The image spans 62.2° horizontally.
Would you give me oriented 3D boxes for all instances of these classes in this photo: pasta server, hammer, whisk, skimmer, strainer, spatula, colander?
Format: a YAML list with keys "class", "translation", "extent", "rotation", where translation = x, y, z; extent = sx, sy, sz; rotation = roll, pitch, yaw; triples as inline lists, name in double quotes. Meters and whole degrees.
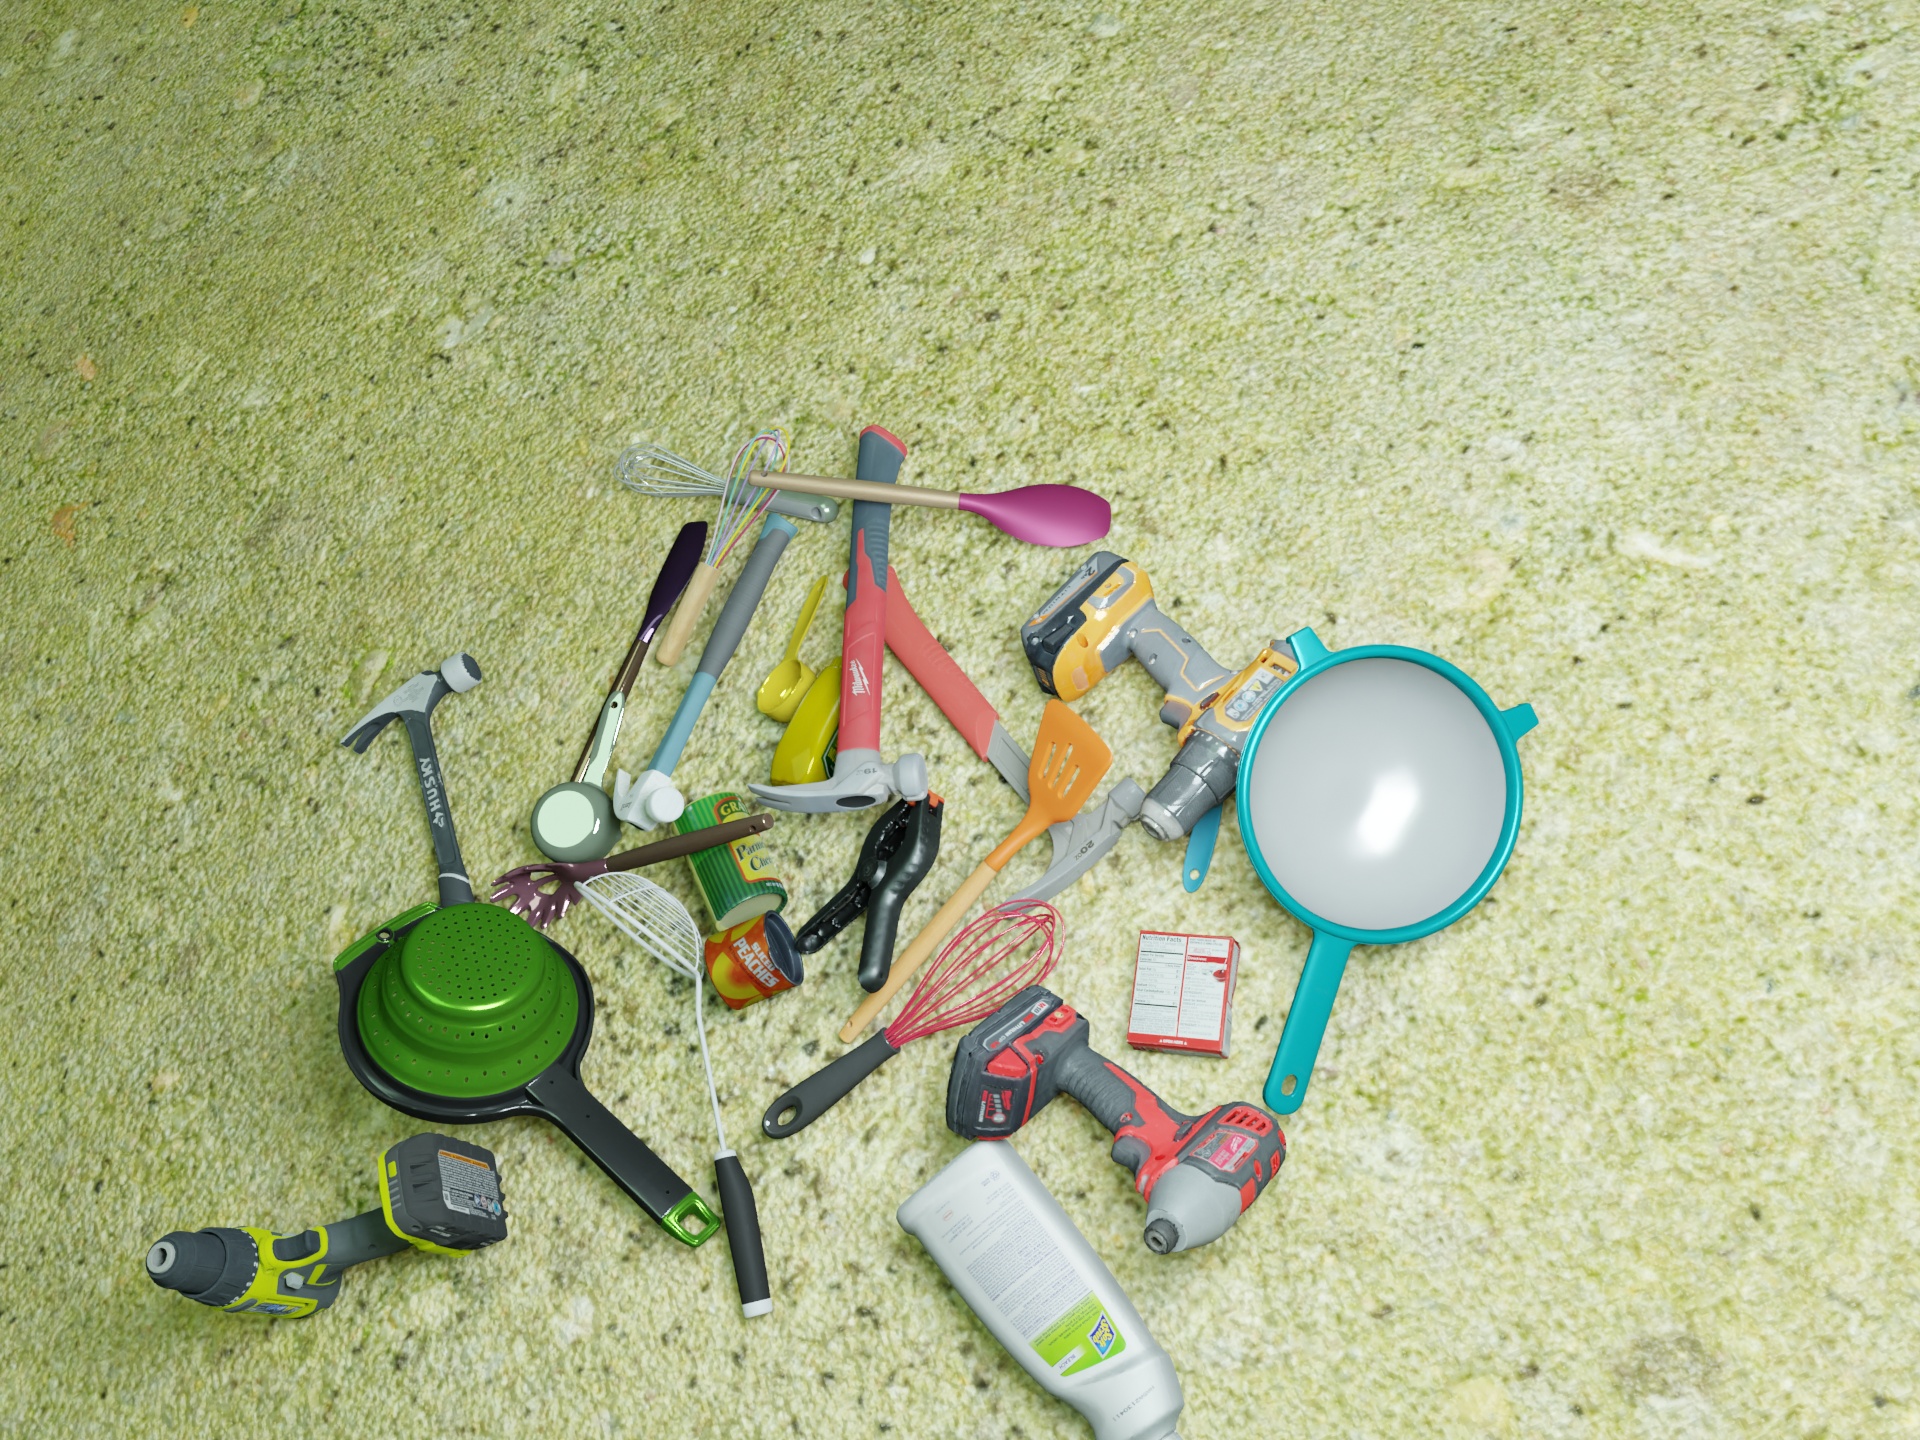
- class: "pasta server"
  translation: [-0.279, 0.121, 1.338]
  extent: [0.316, 0.060, 0.040]
  rotation: [-17, 22, 34]
- class: "hammer"
  translation: [-0.096, -0.097, 1.367]
  extent: [0.143, 0.038, 0.387]
  rotation: [-6, 57, 10]
- class: "whisk"
  translation: [-0.226, -0.222, 1.522]
  extent: [0.246, 0.057, 0.059]
  rotation: [15, 40, 21]
- class: "skimmer"
  translation: [-0.227, 0.290, 1.256]
  extent: [0.090, 0.127, 0.363]
  rotation: [-13, 72, -7]
- class: "strainer"
  translation: [0.270, 0.112, 1.154]
  extent: [0.211, 0.095, 0.340]
  rotation: [18, 89, -8]
- class: "hammer"
  translation: [-0.002, -0.004, 1.343]
  extent: [0.149, 0.036, 0.359]
  rotation: [-40, 60, 0]
- class: "whisk"
  translation: [-0.220, -0.161, 1.469]
  extent: [0.047, 0.051, 0.245]
  rotation: [27, 93, 12]
- class: "spatula"
  translation: [-0.307, -0.050, 1.486]
  extent: [0.060, 0.018, 0.316]
  rotation: [5, 68, 47]
- class: "hammer"
  translation: [-0.222, -0.049, 1.423]
  extent: [0.128, 0.033, 0.331]
  rotation: [-16, 46, 55]
- class: "colander"
  translation: [-0.337, 0.264, 1.274]
  extent: [0.397, 0.094, 0.204]
  rotation: [37, 45, 17]
- class: "spatula"
  translation: [0.003, 0.129, 1.242]
  extent: [0.322, 0.041, 0.081]
  rotation: [-50, 52, 8]
- class: "hammer"
  translation: [-0.474, 0.131, 1.461]
  extent: [0.149, 0.036, 0.409]
  rotation: [-28, 60, 8]
- class: "whisk"
  translation: [-0.039, 0.237, 1.238]
  extent: [0.296, 0.073, 0.073]
  rotation: [-38, 59, 9]

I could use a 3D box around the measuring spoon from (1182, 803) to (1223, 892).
- class: "measuring spoon"
  translation: [0.198, 0.074, 1.247]
  extent: [0.042, 0.021, 0.129]
  rotation: [12, 81, 29]

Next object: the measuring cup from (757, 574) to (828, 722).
- class: "measuring cup"
  translation: [-0.138, -0.064, 1.429]
  extent: [0.062, 0.029, 0.157]
  rotation: [-17, 45, 42]

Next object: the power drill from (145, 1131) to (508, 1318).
- class: "power drill"
  translation: [-0.498, 0.407, 1.258]
  extent: [0.228, 0.190, 0.080]
  rotation: [-23, 62, 5]

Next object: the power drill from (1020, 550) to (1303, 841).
- class: "power drill"
  translation: [0.150, -0.019, 1.247]
  extent: [0.226, 0.084, 0.185]
  rotation: [34, 72, 33]

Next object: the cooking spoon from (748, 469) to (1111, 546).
- class: "cooking spoon"
  translation: [-0.027, -0.194, 1.389]
  extent: [0.319, 0.017, 0.069]
  rotation: [6, 60, 1]

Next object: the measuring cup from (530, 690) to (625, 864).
- class: "measuring cup"
  translation: [-0.335, 0.049, 1.426]
  extent: [0.083, 0.038, 0.168]
  rotation: [12, 79, 10]

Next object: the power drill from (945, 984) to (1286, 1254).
- class: "power drill"
  translation: [0.104, 0.285, 1.115]
  extent: [0.220, 0.143, 0.078]
  rotation: [25, 122, 28]
